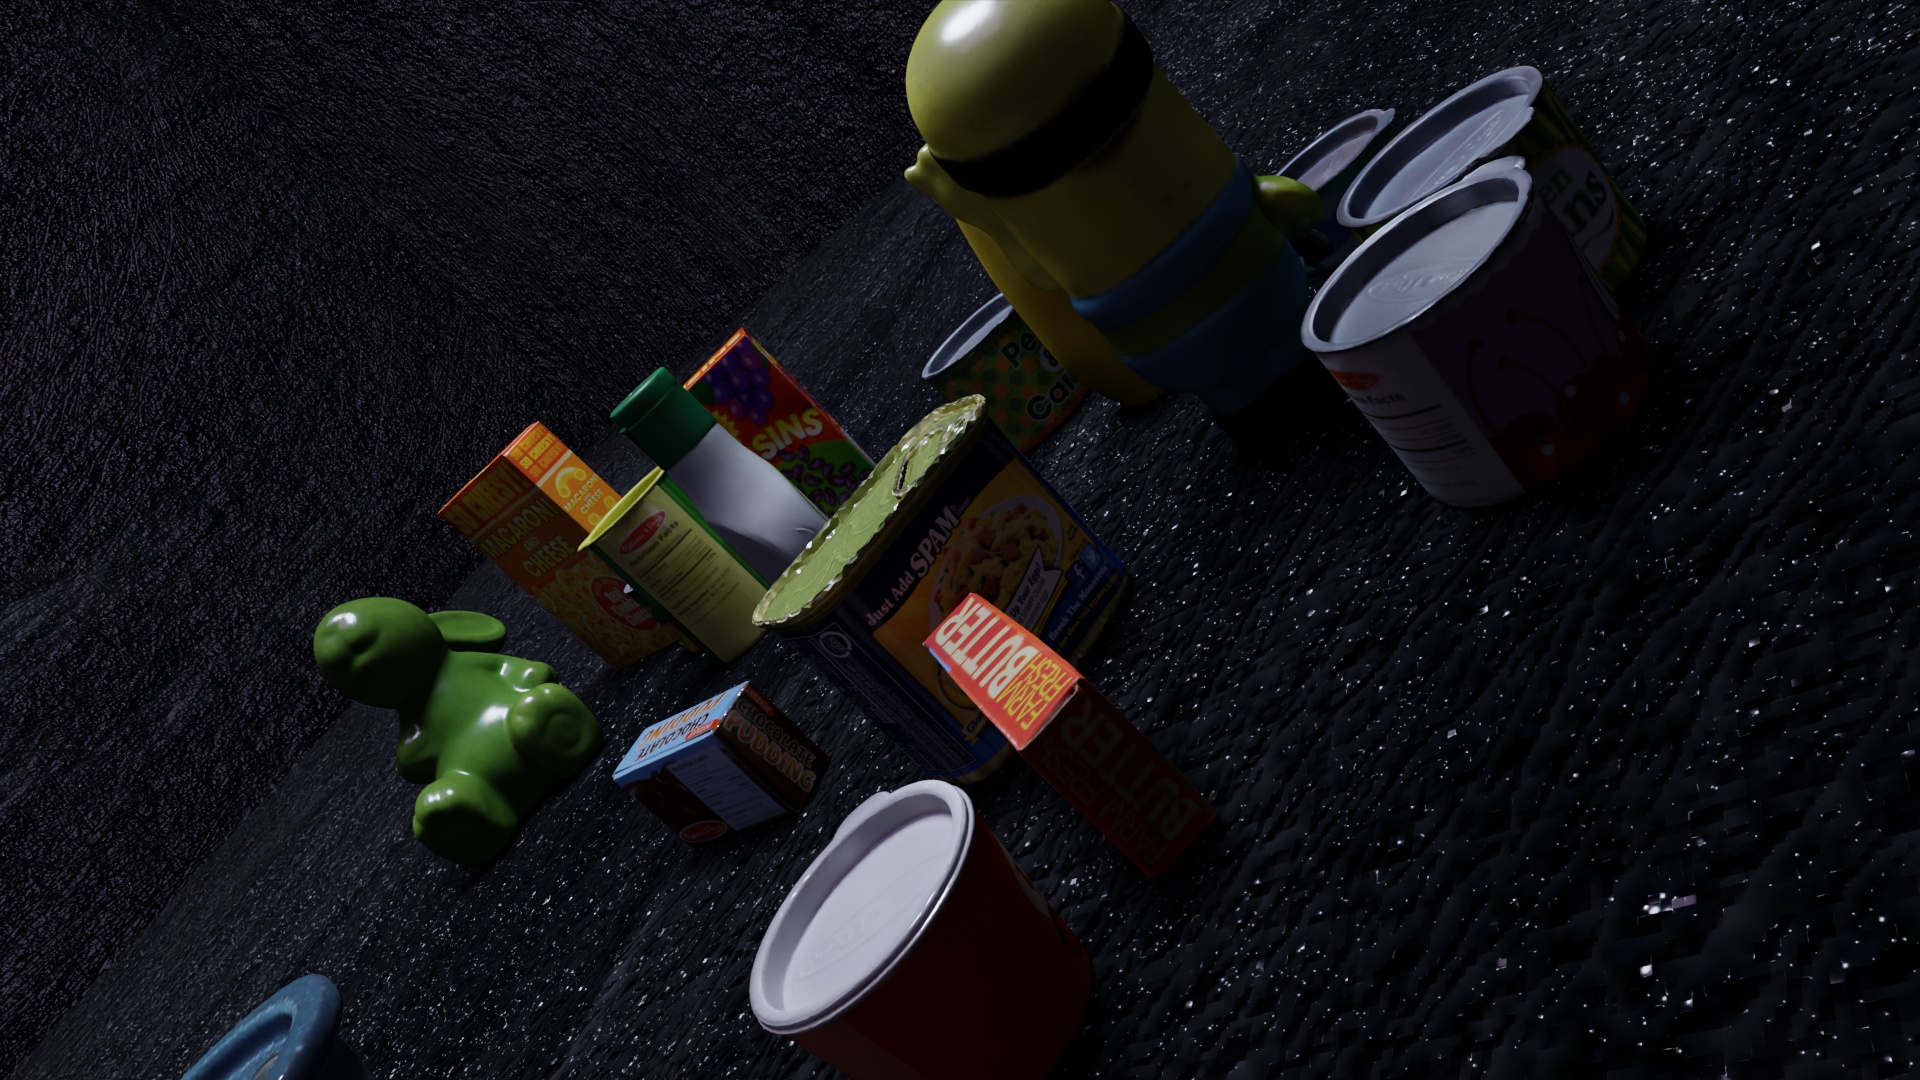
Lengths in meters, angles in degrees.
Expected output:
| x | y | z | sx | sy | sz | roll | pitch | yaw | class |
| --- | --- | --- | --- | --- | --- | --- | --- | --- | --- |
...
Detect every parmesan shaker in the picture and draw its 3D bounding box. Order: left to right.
| x | y | z | sx | sy | sz | roll | pitch | yaw | class |
| --- | --- | --- | --- | --- | --- | --- | --- | --- | --- |
| -0.154 | 0.016 | 0.788 | 0.071 | 0.103 | 0.071 | -40 | 17 | 15 | parmesan shaker |

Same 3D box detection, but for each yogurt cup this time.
| x | y | z | sx | sy | sz | roll | pitch | yaw | class |
| --- | --- | --- | --- | --- | --- | --- | --- | --- | --- |
| -0.007 | 0.099 | 0.323 | 0.072 | 0.054 | 0.073 | -40 | 17 | 15 | yogurt cup |

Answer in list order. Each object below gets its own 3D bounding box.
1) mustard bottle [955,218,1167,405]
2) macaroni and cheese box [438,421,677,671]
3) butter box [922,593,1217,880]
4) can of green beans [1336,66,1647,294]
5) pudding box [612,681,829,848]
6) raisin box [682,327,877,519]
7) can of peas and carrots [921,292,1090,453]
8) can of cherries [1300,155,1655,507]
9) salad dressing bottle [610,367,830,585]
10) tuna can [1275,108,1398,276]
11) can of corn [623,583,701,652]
| x | y | z | sx | sy | sz | roll | pitch | yaw | class |
| --- | --- | --- | --- | --- | --- | --- | --- | --- | --- |
| 0.038 | -0.130 | 0.588 | 0.065 | 0.160 | 0.049 | -49 | 17 | -17 | mustard bottle |
| -0.258 | 0.008 | 0.941 | 0.123 | 0.166 | 0.040 | -26 | 24 | 47 | macaroni and cheese box |
| 0.025 | 0.048 | 0.372 | 0.024 | 0.053 | 0.103 | -45 | 16 | -3 | butter box |
| 0.154 | -0.093 | 0.405 | 0.071 | 0.057 | 0.071 | -40 | 17 | 15 | can of green beans |
| -0.099 | 0.092 | 0.563 | 0.083 | 0.049 | 0.030 | -28 | 23 | 44 | pudding box |
| -0.116 | -0.053 | 0.829 | 0.086 | 0.123 | 0.040 | -44 | 16 | 1 | raisin box |
| 0.026 | -0.083 | 0.683 | 0.071 | 0.058 | 0.071 | -40 | 17 | 15 | can of peas and carrots |
| 0.133 | -0.053 | 0.354 | 0.071 | 0.058 | 0.072 | -40 | 17 | 15 | can of cherries |
| -0.109 | -0.022 | 0.694 | 0.044 | 0.147 | 0.064 | -49 | 17 | -17 | salad dressing bottle |
| 0.156 | -0.143 | 0.567 | 0.071 | 0.033 | 0.071 | -40 | 17 | 15 | tuna can |
| -0.166 | 0.028 | 0.866 | 0.071 | 0.058 | 0.071 | -40 | 17 | 15 | can of corn |
